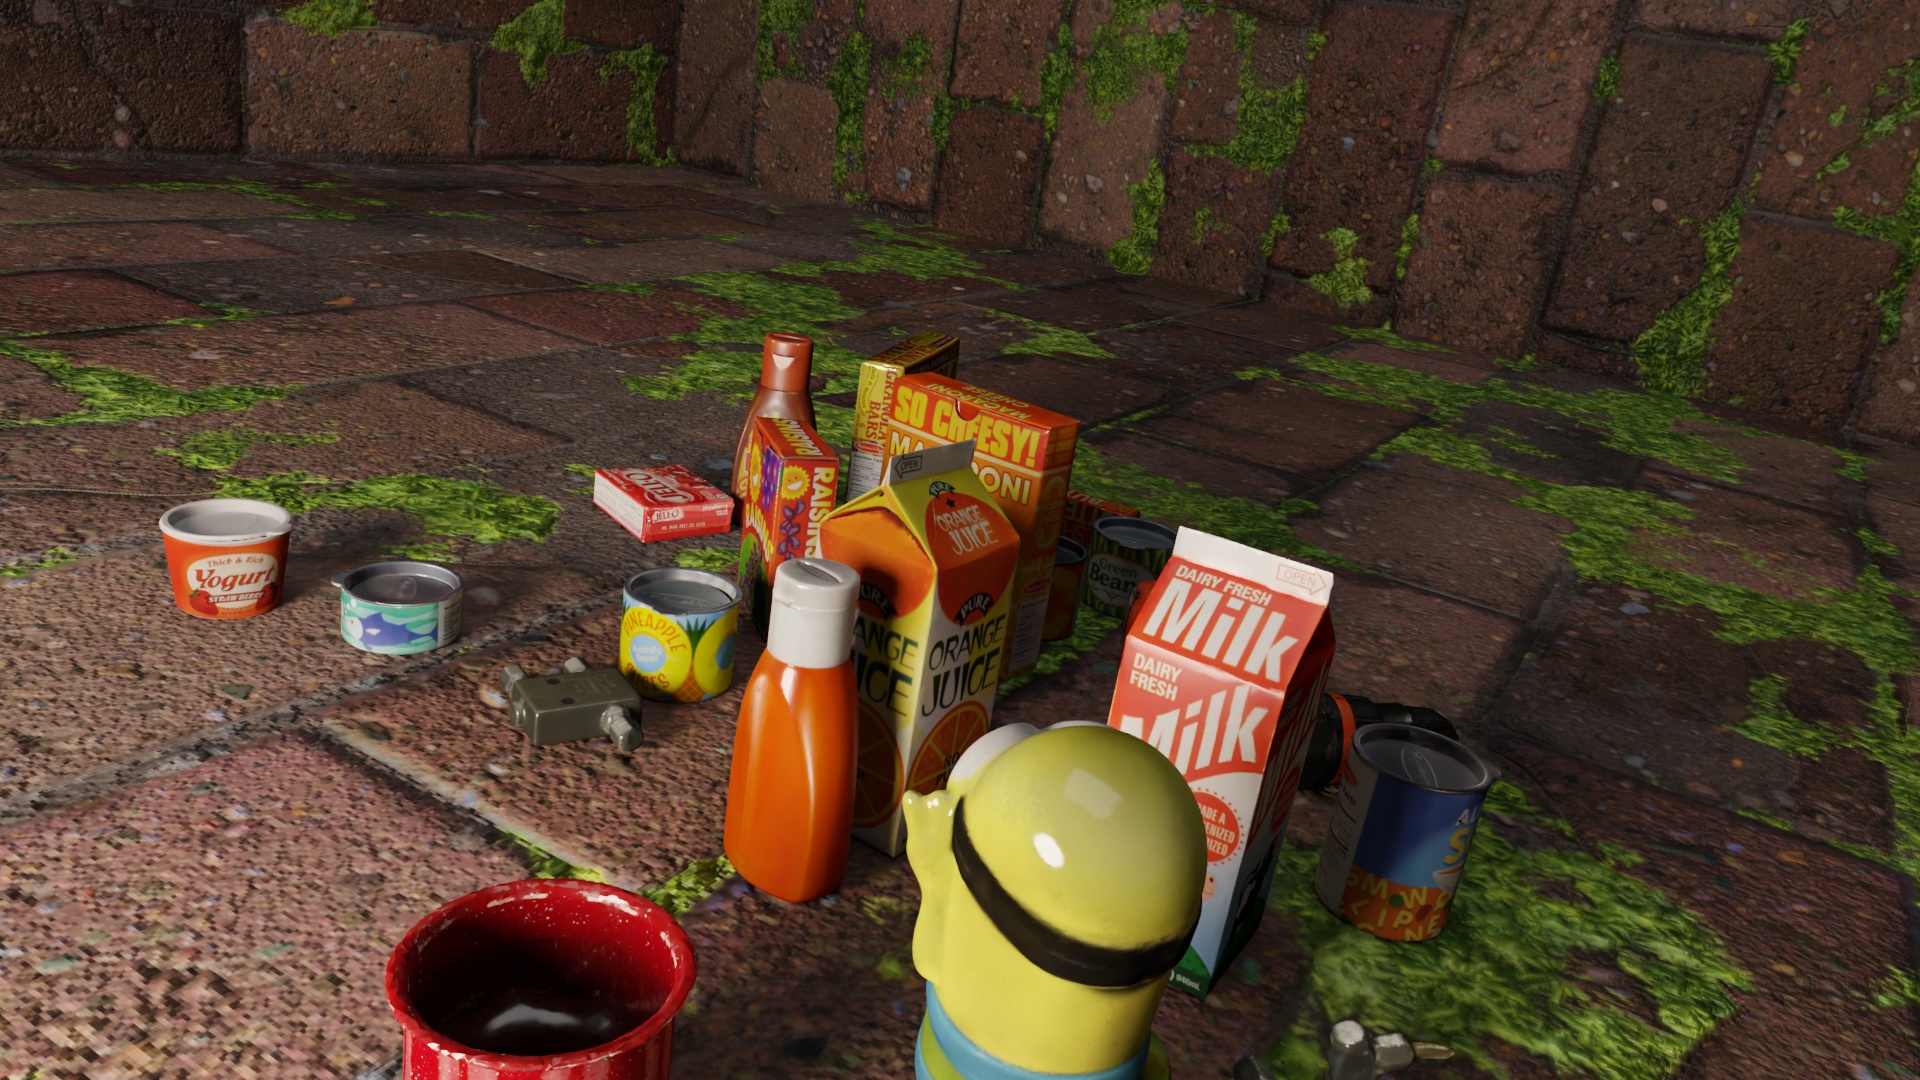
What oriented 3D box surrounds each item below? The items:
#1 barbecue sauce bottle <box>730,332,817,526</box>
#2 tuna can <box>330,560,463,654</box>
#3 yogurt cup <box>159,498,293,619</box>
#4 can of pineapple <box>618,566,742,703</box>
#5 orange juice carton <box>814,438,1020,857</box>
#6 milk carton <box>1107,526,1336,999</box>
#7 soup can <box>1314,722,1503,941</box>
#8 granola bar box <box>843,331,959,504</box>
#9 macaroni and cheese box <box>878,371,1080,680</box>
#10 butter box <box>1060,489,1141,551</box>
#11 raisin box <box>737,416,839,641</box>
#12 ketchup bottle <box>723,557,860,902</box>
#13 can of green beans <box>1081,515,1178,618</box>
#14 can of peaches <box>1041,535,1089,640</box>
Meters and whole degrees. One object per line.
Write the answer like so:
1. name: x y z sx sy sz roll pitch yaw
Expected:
1. barbecue sauce bottle: -0.137 -0.082 1.052 0.065 0.148 0.044 10 19 3
2. tuna can: -0.326 0.038 0.804 0.071 0.032 0.071 8 19 -3
3. yogurt cup: -0.425 0.011 0.806 0.072 0.053 0.072 8 19 -3
4. can of pineapple: -0.162 0.054 0.795 0.071 0.057 0.071 8 19 -3
5. orange juice carton: -0.026 0.045 0.675 0.073 0.192 0.072 21 22 31
6. milk carton: 0.108 0.092 0.607 0.072 0.189 0.074 19 21 27
7. soup can: 0.216 0.142 0.675 0.071 0.083 0.071 8 19 -3
8. granola bar box: -0.047 -0.106 1.196 0.039 0.123 0.166 13 20 12
9. macaroni and cheese box: 0.003 -0.011 0.887 0.124 0.165 0.040 21 22 32
10. butter box: 0.088 -0.011 1.096 0.103 0.053 0.024 18 21 25
11. raisin box: -0.113 -0.009 0.894 0.040 0.123 0.086 1 20 -21
12. ketchup bottle: -0.072 0.082 0.616 0.044 0.148 0.065 -10 27 -44
13. can of green beans: 0.125 0.020 1.017 0.071 0.057 0.071 8 19 -3
14. can of peaches: 0.049 0.030 0.956 0.071 0.057 0.071 8 19 -3
